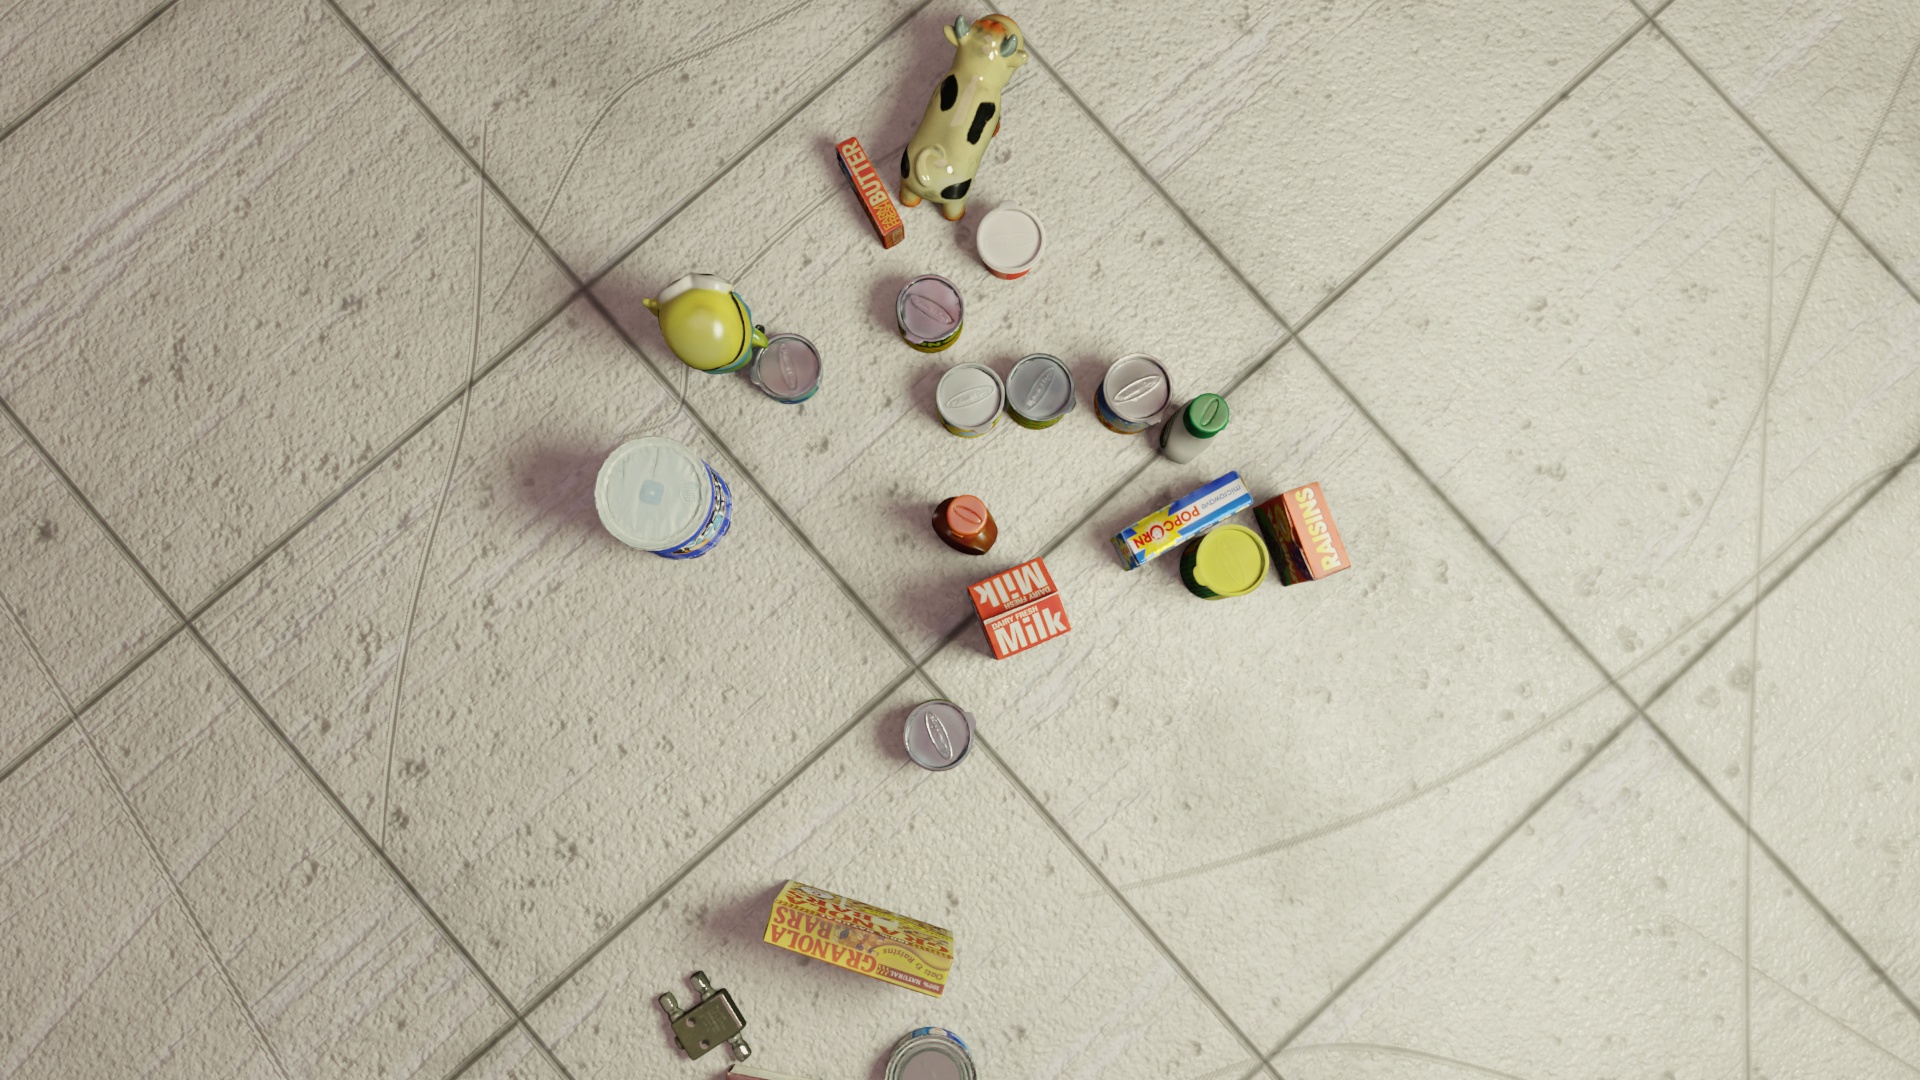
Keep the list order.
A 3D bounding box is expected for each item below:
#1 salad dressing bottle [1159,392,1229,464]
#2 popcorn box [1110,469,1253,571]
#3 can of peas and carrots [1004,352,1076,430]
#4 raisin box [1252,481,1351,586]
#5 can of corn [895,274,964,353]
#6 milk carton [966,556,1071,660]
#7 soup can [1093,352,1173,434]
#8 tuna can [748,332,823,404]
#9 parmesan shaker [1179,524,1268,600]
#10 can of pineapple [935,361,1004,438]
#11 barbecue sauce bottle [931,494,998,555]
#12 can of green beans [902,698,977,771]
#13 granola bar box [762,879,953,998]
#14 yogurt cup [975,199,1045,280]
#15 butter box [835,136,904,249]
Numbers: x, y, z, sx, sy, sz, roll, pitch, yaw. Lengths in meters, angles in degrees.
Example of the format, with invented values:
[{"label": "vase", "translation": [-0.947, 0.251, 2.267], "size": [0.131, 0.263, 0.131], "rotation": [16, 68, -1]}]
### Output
[{"label": "salad dressing bottle", "translation": [0.221, -0.108, 1.303], "size": [0.044, 0.147, 0.064], "rotation": [30, 86, 2]}, {"label": "popcorn box", "translation": [0.210, -0.018, 1.325], "size": [0.127, 0.085, 0.038], "rotation": [-28, 86, -3]}, {"label": "can of peas and carrots", "translation": [0.078, -0.142, 1.348], "size": [0.071, 0.058, 0.071], "rotation": [0, 85, -1]}, {"label": "raisin box", "translation": [0.319, -0.005, 1.307], "size": [0.040, 0.123, 0.086], "rotation": [-20, 86, -2]}, {"label": "can of corn", "translation": [-0.031, -0.218, 1.354], "size": [0.071, 0.058, 0.071], "rotation": [0, 85, -1]}, {"label": "milk carton", "translation": [0.051, 0.063, 1.263], "size": [0.072, 0.190, 0.073], "rotation": [-23, 86, -2]}, {"label": "soup can", "translation": [0.166, -0.137, 1.337], "size": [0.071, 0.083, 0.071], "rotation": [0, 85, -1]}, {"label": "tuna can", "translation": [-0.170, -0.167, 1.360], "size": [0.071, 0.033, 0.071], "rotation": [0, 85, -1]}, {"label": "parmesan shaker", "translation": [0.244, 0.023, 1.313], "size": [0.071, 0.103, 0.071], "rotation": [0, 85, -1]}, {"label": "can of pineapple", "translation": [0.009, -0.133, 1.347], "size": [0.071, 0.058, 0.071], "rotation": [0, 85, -1]}, {"label": "barbecue sauce bottle", "translation": [0.005, -0.016, 1.290], "size": [0.065, 0.148, 0.043], "rotation": [29, 86, 2]}, {"label": "can of green beans", "translation": [-0.021, 0.184, 1.317], "size": [0.071, 0.058, 0.071], "rotation": [0, 85, -1]}, {"label": "granola bar box", "translation": [-0.090, 0.361, 1.266], "size": [0.166, 0.124, 0.039], "rotation": [18, 85, 1]}, {"label": "yogurt cup", "translation": [0.048, -0.289, 1.364], "size": [0.072, 0.054, 0.072], "rotation": [0, 85, -1]}, {"label": "butter box", "translation": [-0.088, -0.341, 1.367], "size": [0.024, 0.053, 0.103], "rotation": [-28, 86, -3]}]
